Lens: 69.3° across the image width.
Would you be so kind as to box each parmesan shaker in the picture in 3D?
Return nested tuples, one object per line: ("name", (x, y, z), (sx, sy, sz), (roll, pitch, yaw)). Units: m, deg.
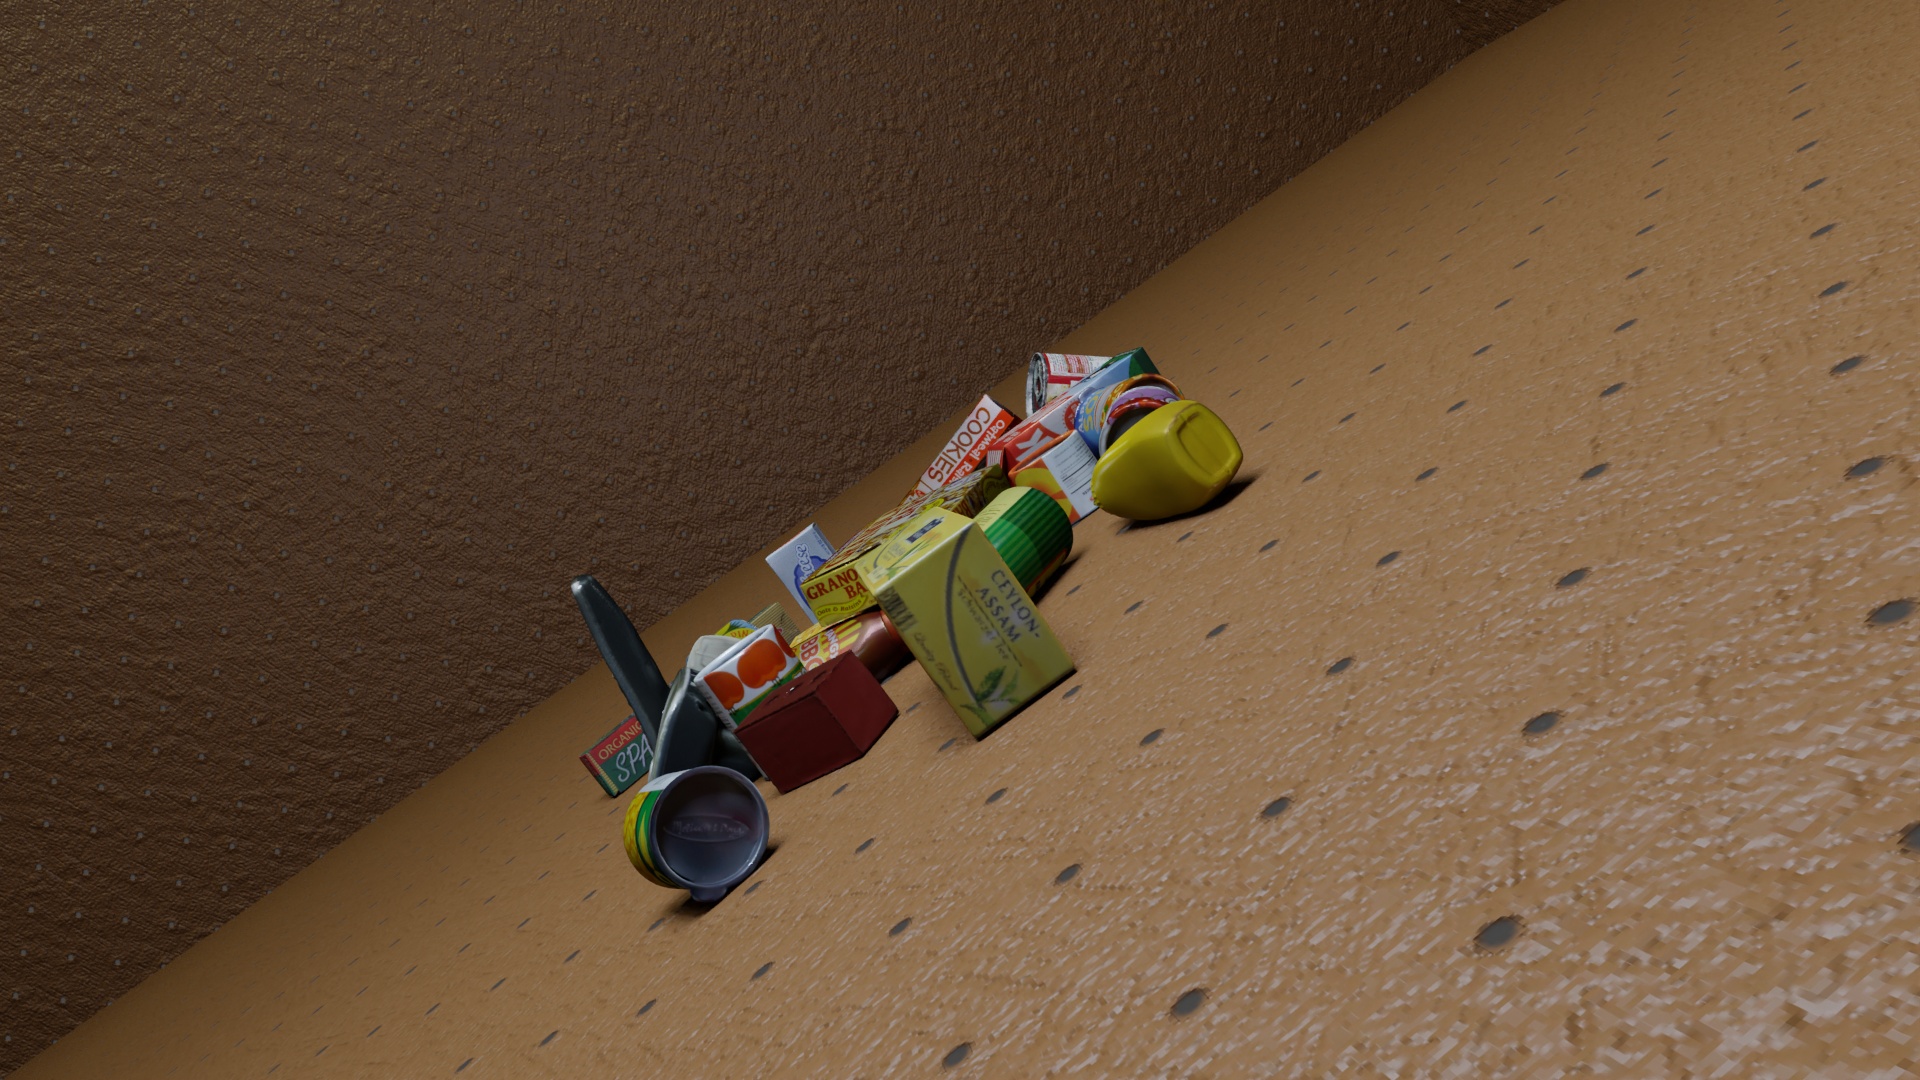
("parmesan shaker", (0.028, 0.013, 0.925), (0.071, 0.071, 0.103), (-28, 9, 40))

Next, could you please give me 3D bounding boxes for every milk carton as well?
("milk carton", (0.093, -0.084, 1.211), (0.191, 0.073, 0.072), (-36, 8, -7))

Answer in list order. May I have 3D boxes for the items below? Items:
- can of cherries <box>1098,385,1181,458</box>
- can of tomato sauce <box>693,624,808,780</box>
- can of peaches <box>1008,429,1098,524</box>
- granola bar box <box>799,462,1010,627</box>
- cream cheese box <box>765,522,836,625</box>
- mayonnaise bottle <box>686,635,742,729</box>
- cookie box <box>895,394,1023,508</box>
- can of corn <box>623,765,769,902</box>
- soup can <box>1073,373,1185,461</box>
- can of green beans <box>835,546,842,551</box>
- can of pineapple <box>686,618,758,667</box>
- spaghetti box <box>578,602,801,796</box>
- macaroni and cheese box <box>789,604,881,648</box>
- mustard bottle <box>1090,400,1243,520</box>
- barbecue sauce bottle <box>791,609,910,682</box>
("can of cherries", (0.137, -0.075, 1.004), (0.071, 0.071, 0.058), (-32, 8, 17))
("can of tomato sauce", (-0.127, 0.107, 0.935), (0.071, 0.083, 0.071), (-34, 8, 5))
("can of peaches", (0.078, -0.046, 1.099), (0.071, 0.058, 0.071), (-34, 8, 6))
("granola bar box", (-0.035, 0.000, 1.050), (0.124, 0.039, 0.166), (-24, 9, 21))
("cream cheese box", (-0.121, 0.041, 1.230), (0.053, 0.103, 0.024), (-35, 10, 5))
("mayonnaise bottle", (-0.189, 0.119, 1.128), (0.147, 0.065, 0.041), (116, 168, -67))
("cookie box", (-0.003, -0.066, 1.388), (0.167, 0.040, 0.123), (-51, -5, 5))
("can of corn", (-0.146, 0.161, 0.763), (0.071, 0.071, 0.058), (-39, 8, -29))
("soup can", (0.137, -0.100, 1.135), (0.071, 0.071, 0.083), (-37, 8, -16))
("can of green beans", (-0.080, 0.025, 1.296), (0.057, 0.071, 0.071), (-32, 8, 22))
("can of pineapple", (-0.213, 0.115, 1.299), (0.058, 0.071, 0.070), (-42, 10, -39))
("spaghetti box", (-0.252, 0.148, 1.326), (0.251, 0.050, 0.028), (-40, 7, -36))
("macaroni and cheese box", (-0.066, 0.066, 1.086), (0.166, 0.040, 0.124), (-33, 9, 12))
("mustard bottle", (0.121, -0.045, 0.902), (0.049, 0.065, 0.160), (-42, 6, -20))
("barbecue sauce bottle", (-0.078, 0.083, 0.995), (0.148, 0.043, 0.065), (-31, 37, 9))
